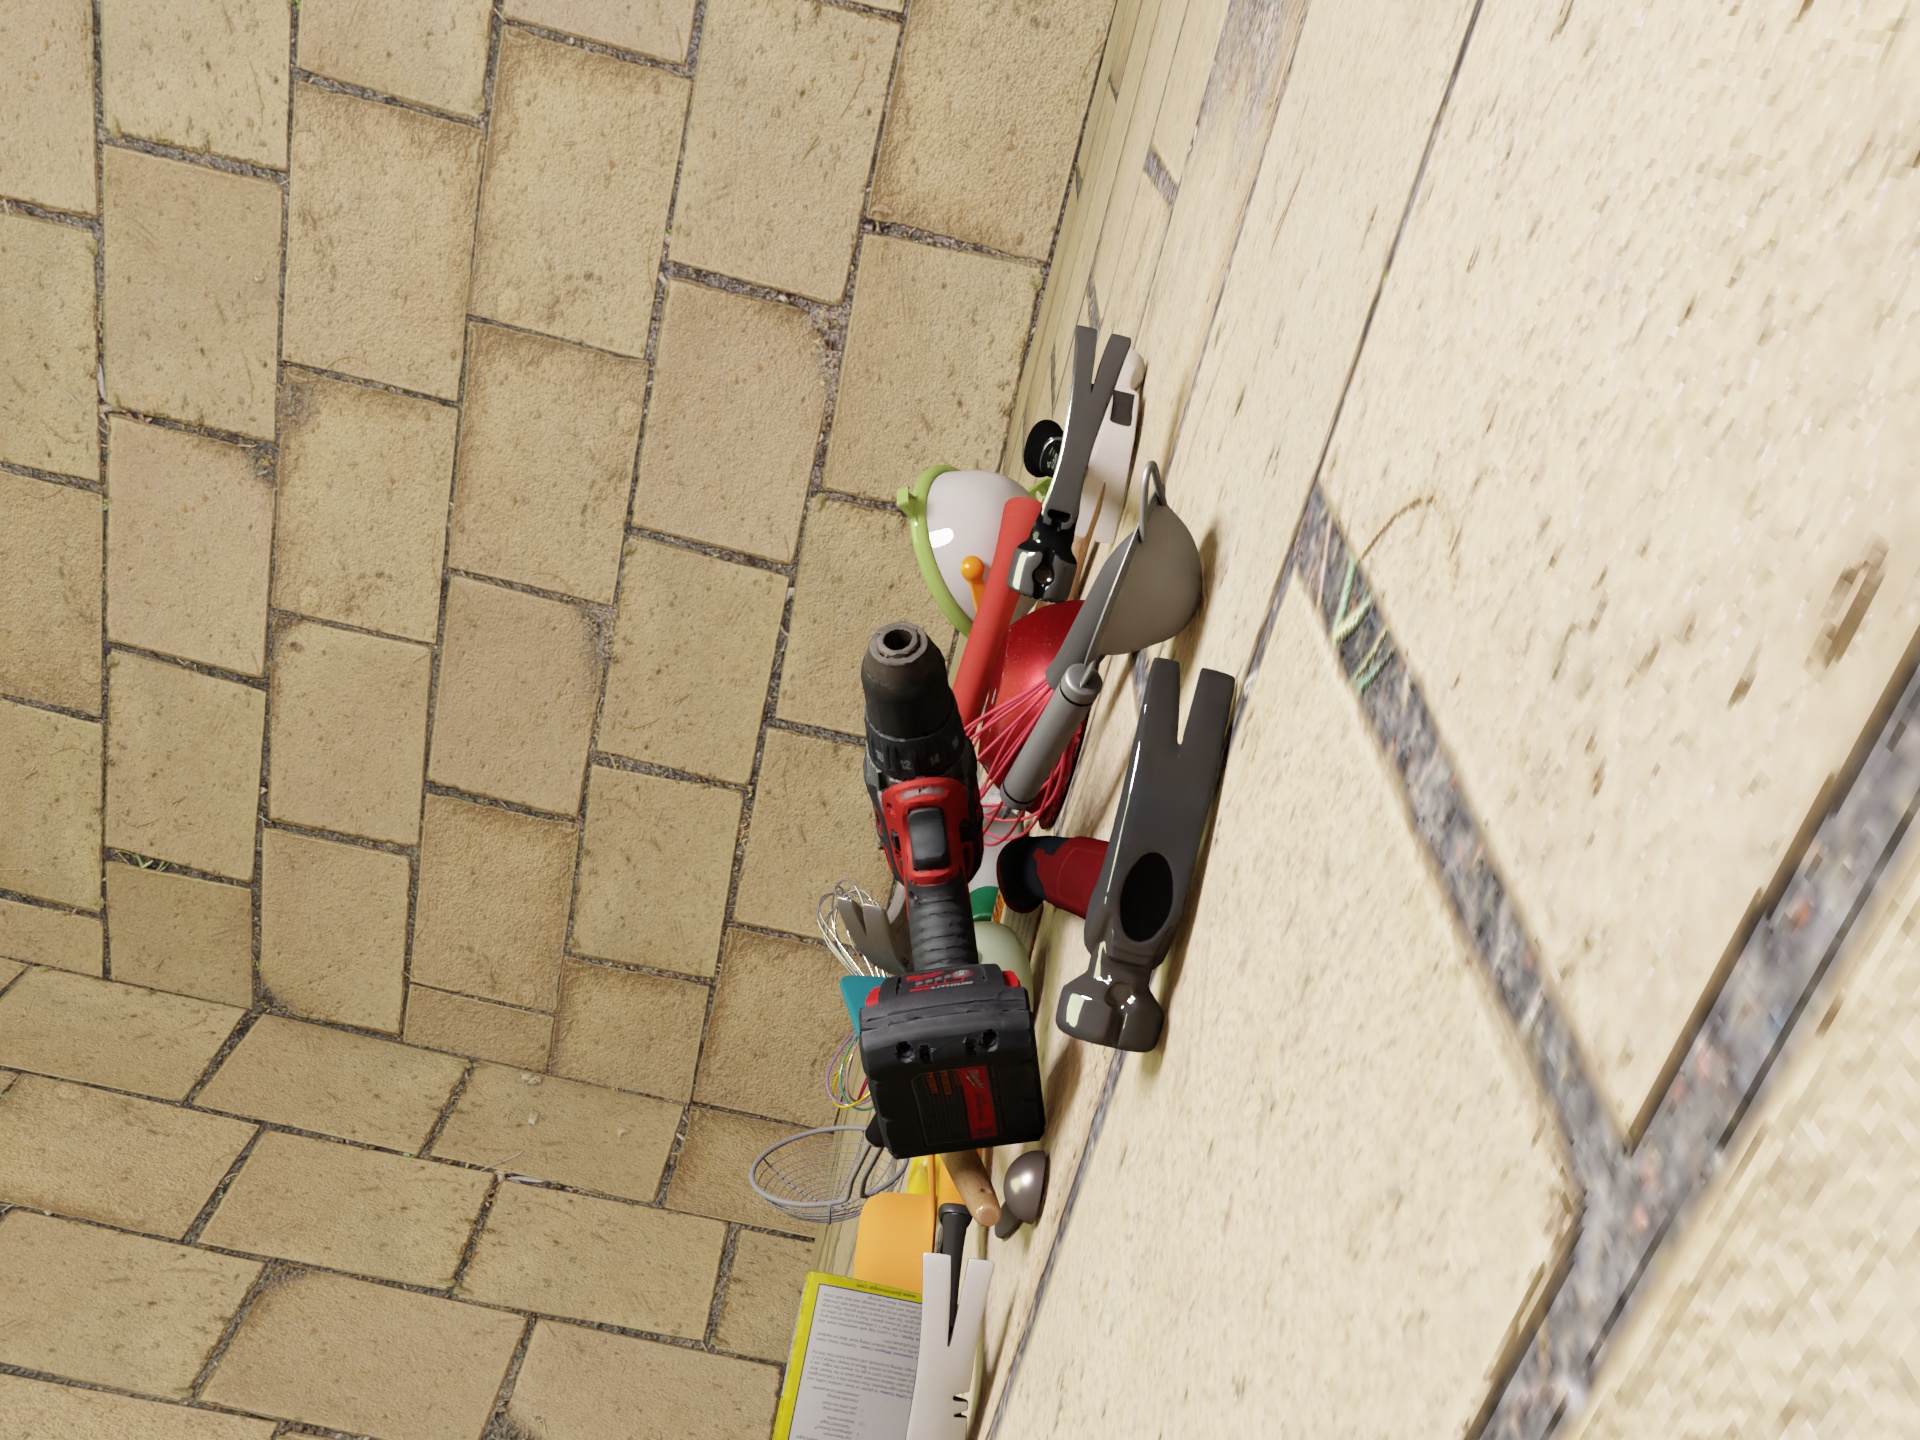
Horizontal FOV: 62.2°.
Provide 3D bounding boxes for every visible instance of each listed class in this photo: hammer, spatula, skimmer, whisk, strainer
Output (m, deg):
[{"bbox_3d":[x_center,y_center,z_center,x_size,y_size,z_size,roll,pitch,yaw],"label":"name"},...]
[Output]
[{"bbox_3d":[0.057,0.058,0.758,0.386,0.038,0.143,142,142,-85],"label":"hammer"},{"bbox_3d":[-0.014,0.206,0.894,0.317,0.082,0.044,-152,70,-78],"label":"spatula"},{"bbox_3d":[-0.002,0.264,0.919,0.337,0.034,0.127,-83,0,-71],"label":"hammer"},{"bbox_3d":[-0.076,0.289,1.148,0.363,0.127,0.090,112,143,-57],"label":"skimmer"},{"bbox_3d":[-0.002,-0.003,1.095,0.149,0.037,0.359,68,-144,-61],"label":"hammer"},{"bbox_3d":[0.063,-0.178,1.047,0.409,0.036,0.149,-86,10,-78],"label":"hammer"},{"bbox_3d":[-0.036,0.217,1.311,0.245,0.051,0.047,-58,6,-31],"label":"whisk"},{"bbox_3d":[0.062,-0.022,0.744,0.087,0.050,0.258,-61,-2,-38],"label":"strainer"},{"bbox_3d":[-0.058,0.223,1.249,0.247,0.057,0.059,62,139,39],"label":"whisk"},{"bbox_3d":[0.050,-0.158,1.280,0.151,0.069,0.256,63,-148,-13],"label":"strainer"},{"bbox_3d":[0.051,-0.012,0.888,0.295,0.073,0.073,120,164,-52],"label":"whisk"},{"bbox_3d":[0.075,-0.102,1.158,0.331,0.031,0.130,106,176,-50],"label":"hammer"}]

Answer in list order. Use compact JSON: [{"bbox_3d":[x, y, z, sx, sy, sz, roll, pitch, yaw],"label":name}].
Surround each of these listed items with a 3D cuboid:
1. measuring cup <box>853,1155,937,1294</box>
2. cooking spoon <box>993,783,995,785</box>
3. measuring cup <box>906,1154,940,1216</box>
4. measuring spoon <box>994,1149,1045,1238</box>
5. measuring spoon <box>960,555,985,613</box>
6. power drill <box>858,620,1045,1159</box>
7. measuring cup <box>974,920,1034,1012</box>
[{"bbox_3d":[-0.043,0.321,1.043,0.095,0.052,0.173,-82,-6,-66],"label":"measuring cup"},{"bbox_3d":[0.061,-0.054,1.317,0.069,0.017,0.318,-82,6,-75],"label":"cooking spoon"},{"bbox_3d":[-0.012,0.281,1.129,0.062,0.029,0.156,-86,7,-70],"label":"measuring cup"},{"bbox_3d":[0.023,0.240,0.792,0.124,0.018,0.034,107,175,-62],"label":"measuring spoon"},{"bbox_3d":[0.026,-0.067,1.184,0.011,0.021,0.117,0,113,56],"label":"measuring spoon"},{"bbox_3d":[-0.014,0.081,0.796,0.187,0.080,0.227,82,180,-49],"label":"power drill"},{"bbox_3d":[0.007,0.119,0.951,0.083,0.038,0.168,107,155,-49],"label":"measuring cup"}]
